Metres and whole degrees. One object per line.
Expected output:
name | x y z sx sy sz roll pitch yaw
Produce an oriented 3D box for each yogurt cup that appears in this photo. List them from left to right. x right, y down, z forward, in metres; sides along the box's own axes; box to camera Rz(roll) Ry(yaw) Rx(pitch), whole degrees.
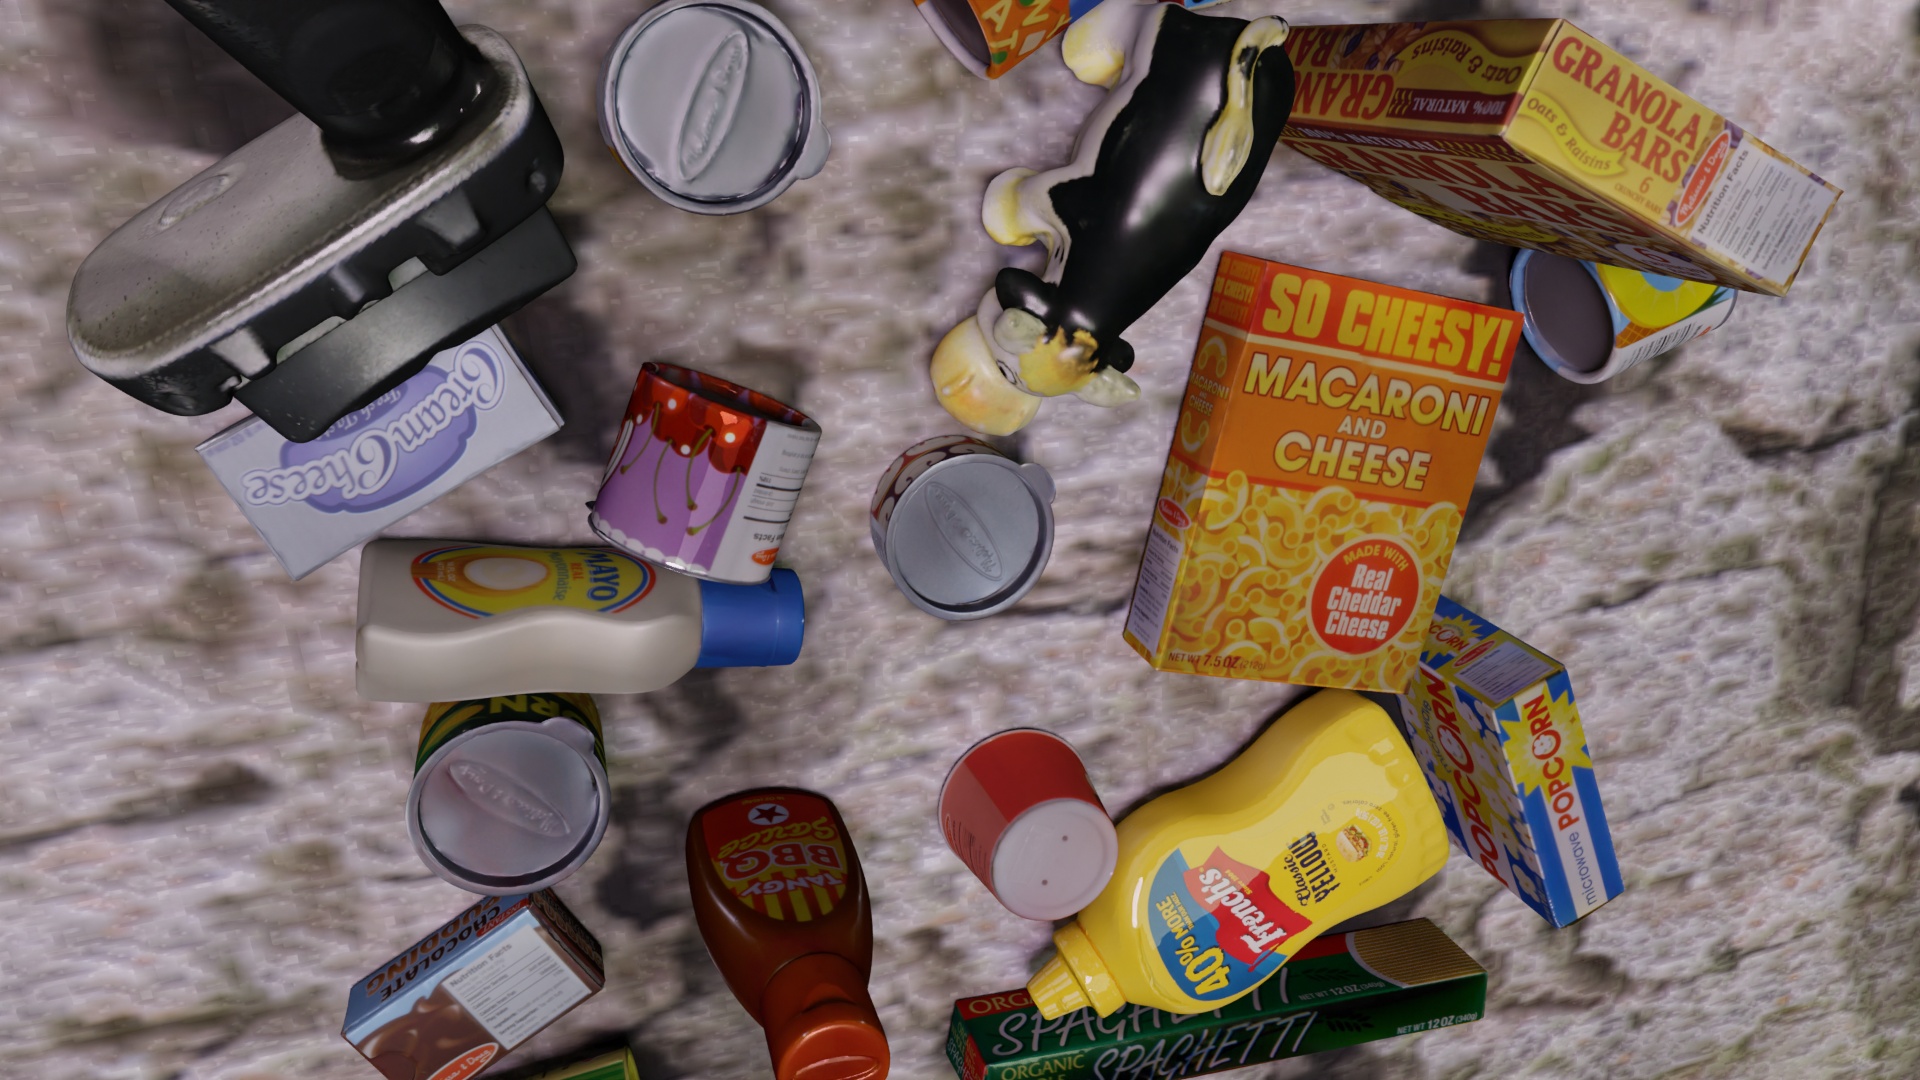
yogurt cup | 0.030 0.119 0.571 0.072 0.054 0.072 -5 108 -16

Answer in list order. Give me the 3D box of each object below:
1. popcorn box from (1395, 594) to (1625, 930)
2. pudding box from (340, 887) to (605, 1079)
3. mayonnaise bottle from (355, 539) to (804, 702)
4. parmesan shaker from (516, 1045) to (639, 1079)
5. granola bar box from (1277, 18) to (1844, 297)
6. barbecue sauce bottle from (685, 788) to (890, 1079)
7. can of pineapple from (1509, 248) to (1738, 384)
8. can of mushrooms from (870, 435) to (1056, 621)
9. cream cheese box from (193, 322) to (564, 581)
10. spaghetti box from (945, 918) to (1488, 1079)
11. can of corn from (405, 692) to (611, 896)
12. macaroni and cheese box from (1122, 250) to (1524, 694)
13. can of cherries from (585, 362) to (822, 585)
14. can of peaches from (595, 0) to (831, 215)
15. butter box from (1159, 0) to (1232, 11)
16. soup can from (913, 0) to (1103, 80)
popcorn box | 0.238 0.097 0.613 0.038 0.085 0.126 -27 114 -7
pudding box | -0.186 0.172 0.532 0.084 0.030 0.049 -35 115 -5
mayonnaise bottle | -0.131 0.027 0.487 0.148 0.065 0.041 1 121 -22
parmesan shaker | -0.174 0.247 0.541 0.103 0.071 0.071 -13 111 -13
granola bar box | 0.186 -0.134 0.479 0.124 0.166 0.039 19 102 -22
barbecue sauce bottle | -0.060 0.142 0.497 0.065 0.149 0.043 -4 109 -16
can of pineapple | 0.269 -0.106 0.570 0.058 0.071 0.070 -24 113 -9
can of mushrooms | 0.002 -0.007 0.533 0.071 0.033 0.070 -5 108 -16
cream cheese box | -0.193 -0.036 0.466 0.104 0.024 0.053 -31 114 -6
spaghetti box | 0.120 0.215 0.633 0.250 0.050 0.028 -4 107 -16
can of corn | -0.159 0.081 0.496 0.071 0.058 0.071 -5 109 -16
macaroni and cheese box | 0.146 -0.025 0.570 0.124 0.040 0.166 7 105 -19
can of cherries | -0.090 -0.025 0.481 0.071 0.071 0.058 17 102 -22
can of peaches | -0.081 -0.140 0.450 0.071 0.058 0.071 -5 108 -17
butter box | 0.119 -0.229 0.504 0.104 0.024 0.053 -18 112 -11
soup can | 0.025 -0.205 0.457 0.084 0.071 0.071 -37 114 -3
